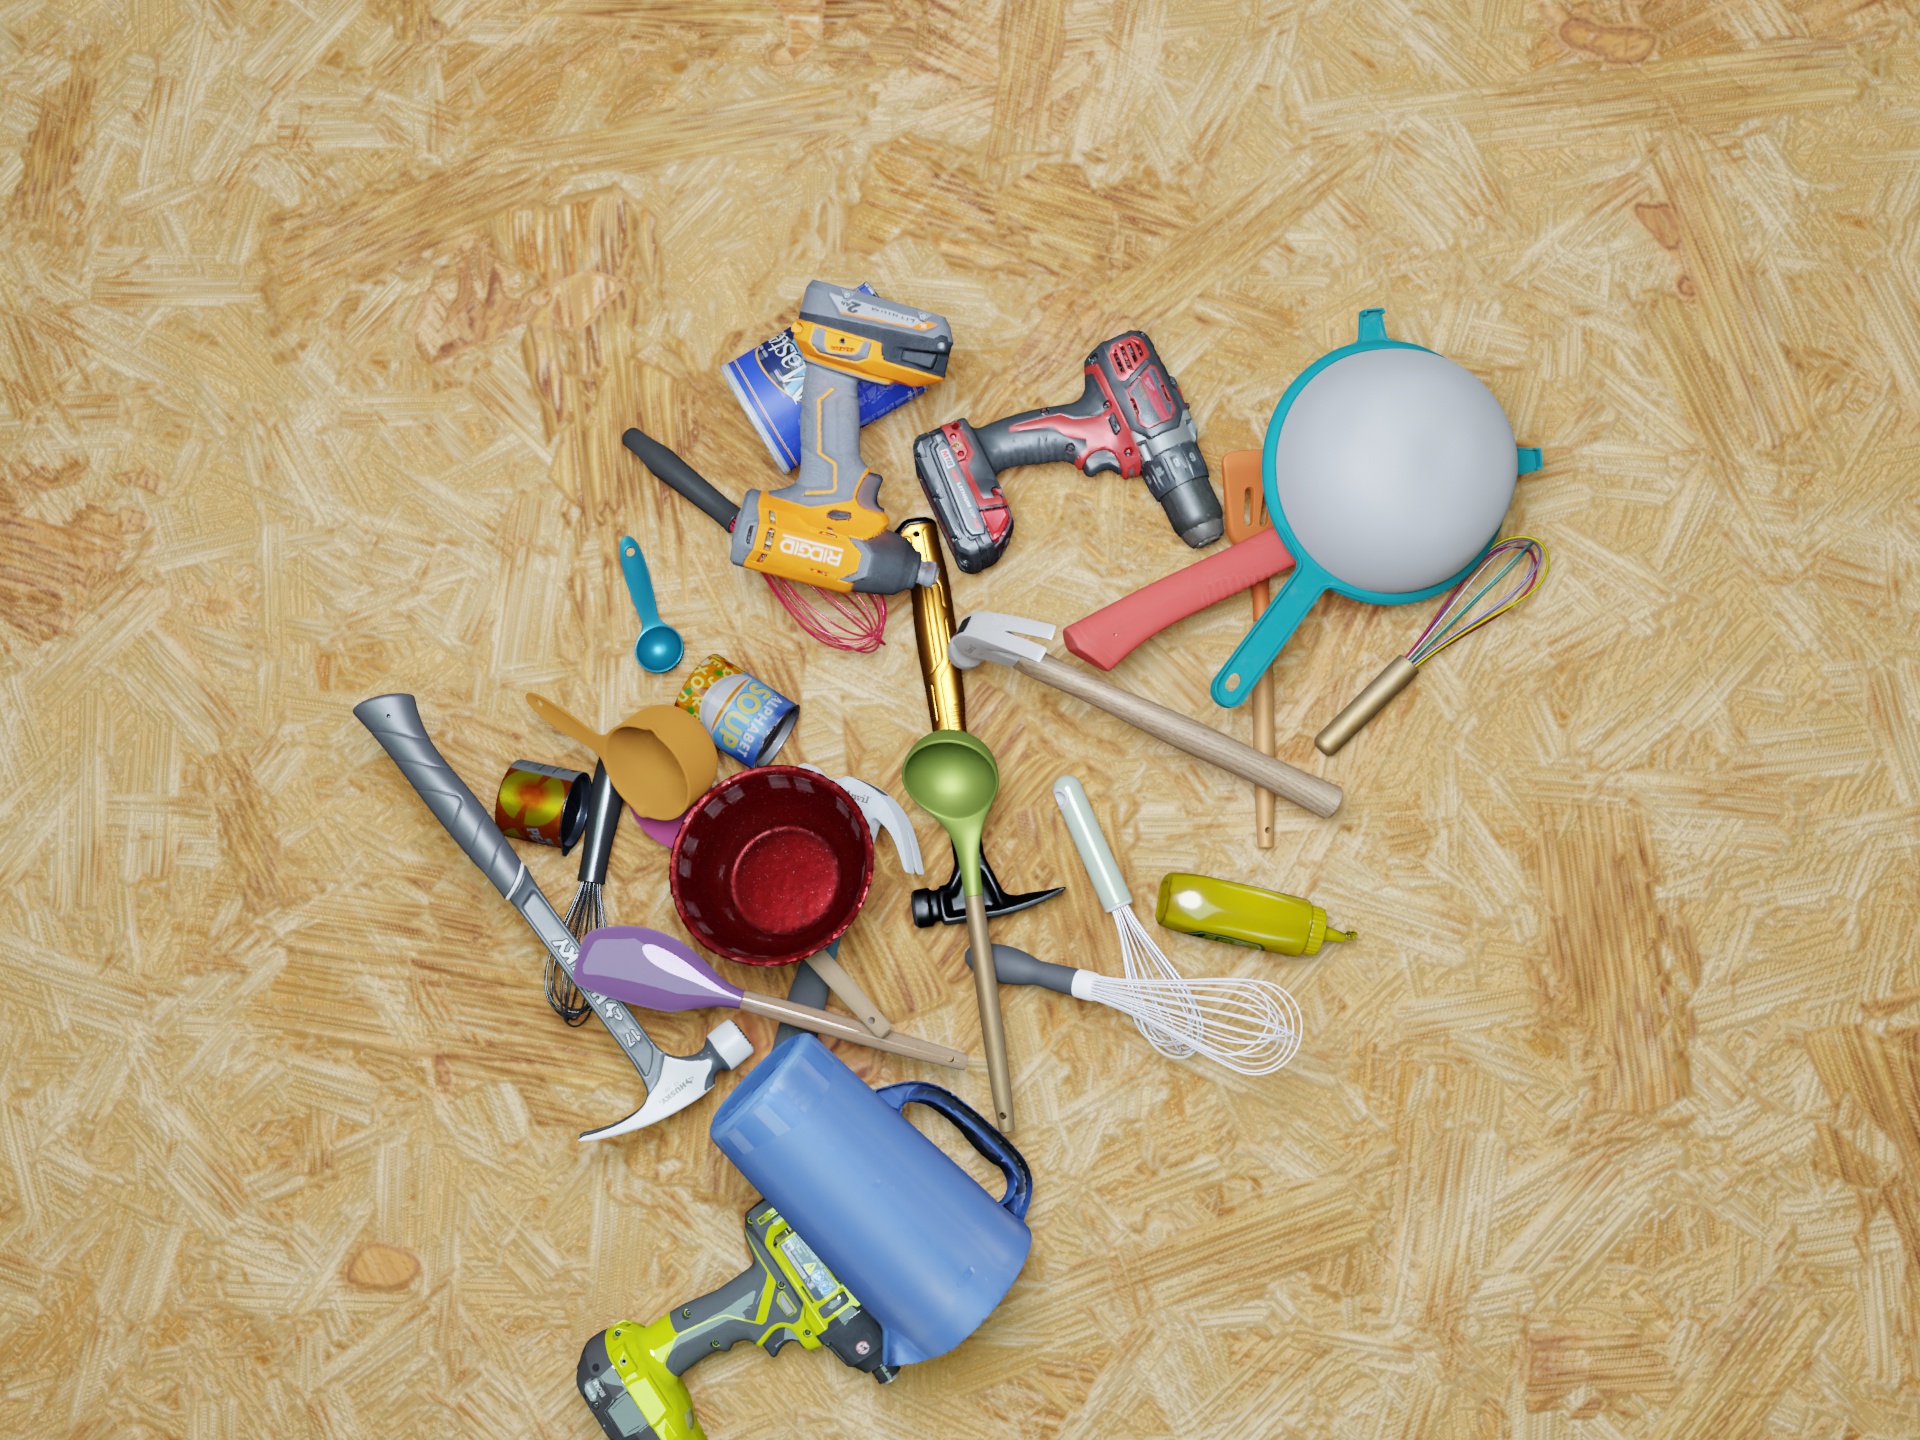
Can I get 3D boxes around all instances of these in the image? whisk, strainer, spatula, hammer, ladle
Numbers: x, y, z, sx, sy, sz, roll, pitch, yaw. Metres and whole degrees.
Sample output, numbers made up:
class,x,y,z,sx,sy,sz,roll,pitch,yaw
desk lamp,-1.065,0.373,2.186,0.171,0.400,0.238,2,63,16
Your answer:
class,x,y,z,sx,sy,sz,roll,pitch,yaw
whisk,0.132,0.157,1.285,0.059,0.058,0.246,-17,78,-33
strainer,0.308,-0.147,1.214,0.211,0.095,0.340,39,81,-8
whisk,0.382,-0.060,1.289,0.245,0.051,0.047,-44,89,2
spatula,0.249,-0.058,1.297,0.081,0.041,0.323,1,85,-9
hammer,0.242,-0.142,1.268,0.359,0.037,0.149,-25,94,-10
ladle,0.011,0.165,1.250,0.078,0.062,0.320,-9,86,16
whisk,-0.302,0.132,1.313,0.055,0.055,0.239,7,81,4
hammer,-0.002,-0.004,1.312,0.127,0.034,0.337,-10,84,3
whisk,-0.173,-0.155,1.327,0.296,0.073,0.073,39,88,12
hammer,-0.344,0.147,1.256,0.149,0.036,0.409,-37,91,-13
hammer,-0.121,0.209,1.289,0.128,0.033,0.331,15,89,24
hammer,0.149,-0.003,1.247,0.331,0.130,0.031,25,78,-5
whisk,0.126,0.213,1.231,0.285,0.070,0.070,9,84,30
spatula,-0.146,0.223,1.246,0.316,0.018,0.060,17,82,-2

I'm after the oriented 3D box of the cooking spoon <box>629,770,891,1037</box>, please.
class,x,y,z,sx,sy,sz,roll,pitch,yaw
cooking spoon,-0.165,0.138,1.285,0.069,0.017,0.319,-46,70,-1

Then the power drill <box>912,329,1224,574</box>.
class,x,y,z,sx,sy,sz,roll,pitch,yaw
power drill,0.092,-0.197,1.307,0.226,0.080,0.188,-24,84,-2

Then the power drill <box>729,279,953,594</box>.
class,x,y,z,sx,sy,sz,roll,pitch,yaw
power drill,-0.075,-0.210,1.235,0.164,0.084,0.226,15,102,-7

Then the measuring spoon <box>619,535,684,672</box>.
class,x,y,z,sx,sy,sz,roll,pitch,yaw
measuring spoon,-0.265,-0.098,1.351,0.042,0.021,0.129,-20,74,2

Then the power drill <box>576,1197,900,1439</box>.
class,x,y,z,sx,sy,sz,roll,pitch,yaw
power drill,-0.171,0.495,1.252,0.223,0.080,0.171,-35,83,-3

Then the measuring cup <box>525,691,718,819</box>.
class,x,y,z,sx,sy,sz,roll,pitch,yaw
measuring cup,-0.273,0.011,1.294,0.174,0.052,0.095,30,130,18
